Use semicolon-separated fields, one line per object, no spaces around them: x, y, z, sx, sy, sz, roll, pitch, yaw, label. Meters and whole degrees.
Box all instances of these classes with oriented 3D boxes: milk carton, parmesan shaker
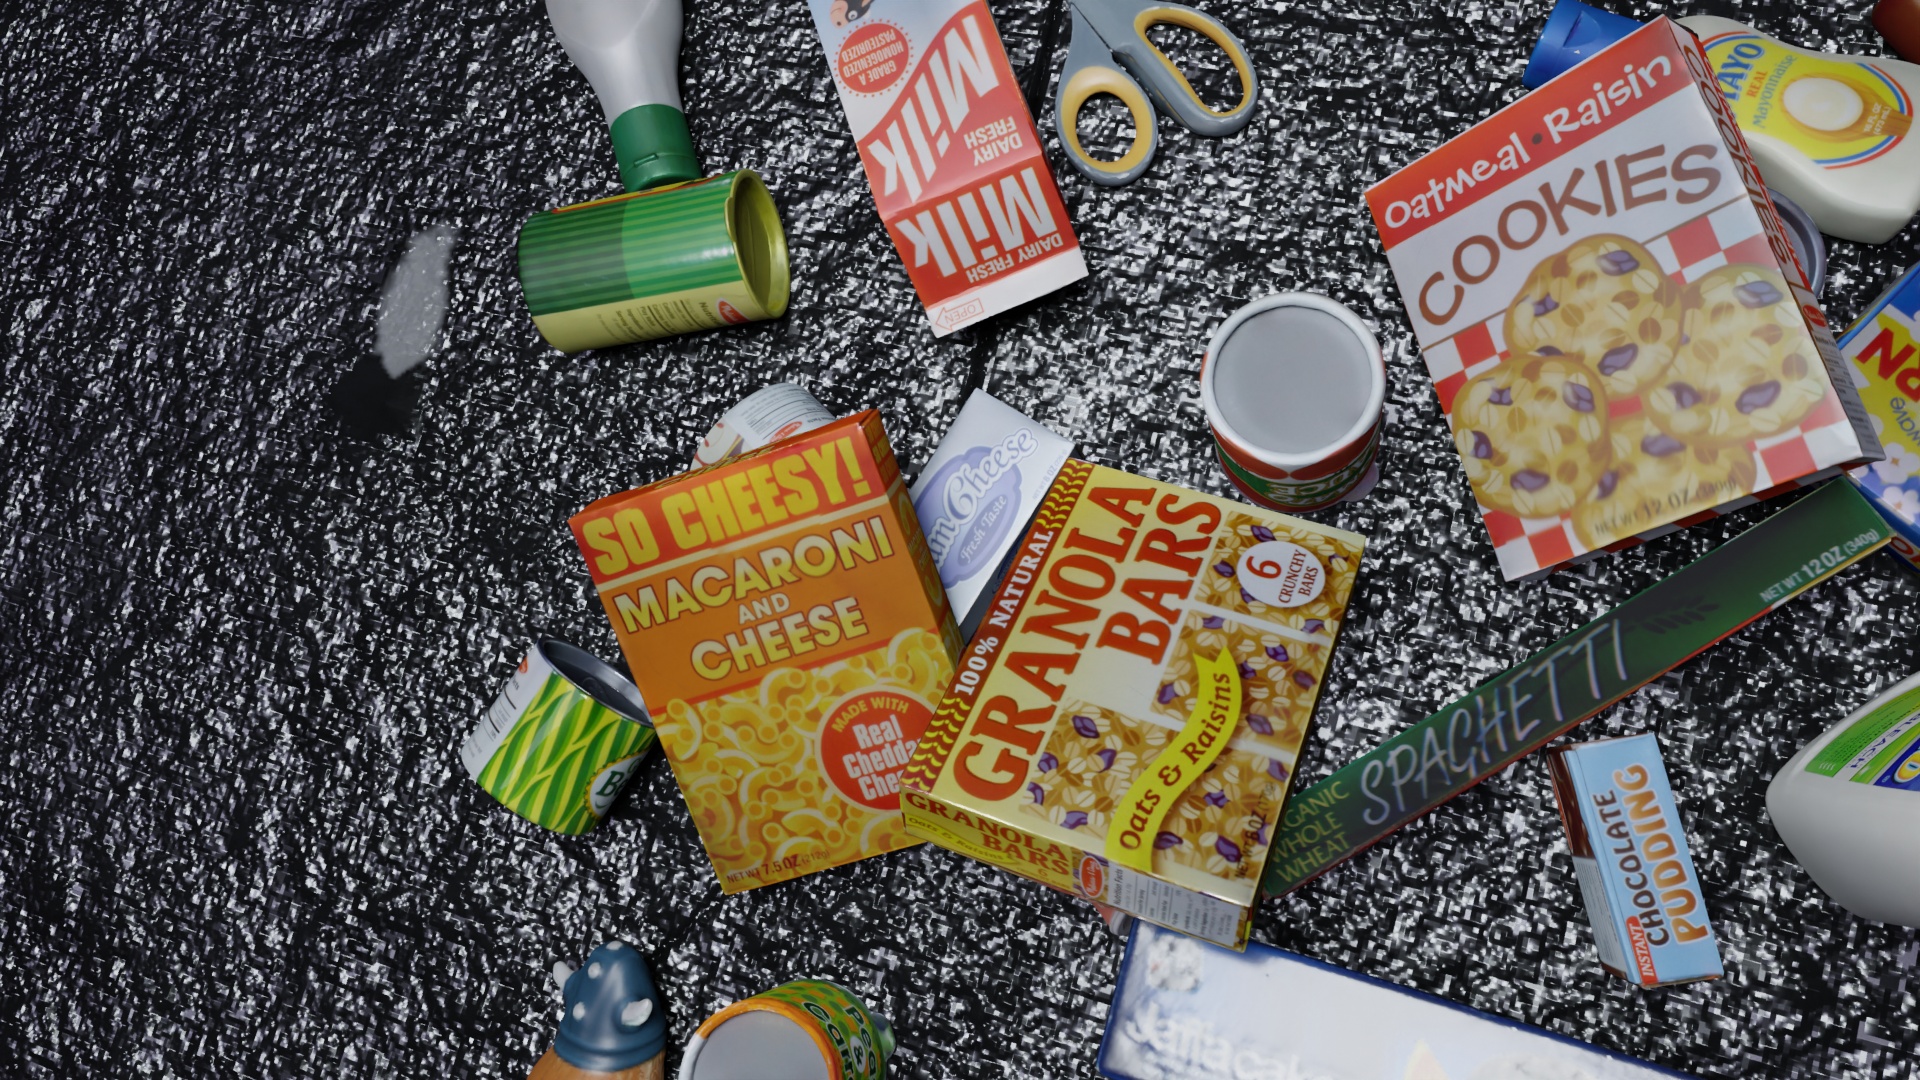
-0.008;-0.184;0.599;0.072;0.073;0.191;-22;75;9;milk carton
-0.137;-0.125;0.621;0.103;0.071;0.071;-7;78;13;parmesan shaker

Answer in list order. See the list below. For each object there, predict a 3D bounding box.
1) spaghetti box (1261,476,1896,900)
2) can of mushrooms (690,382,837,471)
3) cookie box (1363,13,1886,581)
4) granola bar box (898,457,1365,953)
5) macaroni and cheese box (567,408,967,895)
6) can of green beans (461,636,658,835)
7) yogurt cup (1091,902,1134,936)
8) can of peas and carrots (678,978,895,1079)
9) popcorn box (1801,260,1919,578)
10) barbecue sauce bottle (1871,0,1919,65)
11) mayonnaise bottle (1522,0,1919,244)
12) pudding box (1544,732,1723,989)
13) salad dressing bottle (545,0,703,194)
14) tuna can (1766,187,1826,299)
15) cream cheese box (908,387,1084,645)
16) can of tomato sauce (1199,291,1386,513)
0.212;0.058;0.507;0.250;0.050;0.029;-32;72;6;spaghetti box
-0.081;-0.031;0.593;0.033;0.071;0.071;44;92;17;can of mushrooms
0.234;-0.084;0.508;0.122;0.040;0.168;-27;71;40;cookie box
0.067;0.052;0.510;0.124;0.038;0.166;16;51;17;granola bar box
-0.064;0.045;0.550;0.123;0.040;0.166;-17;103;10;macaroni and cheese box
-0.167;0.083;0.591;0.071;0.071;0.058;35;90;18;can of green beans
0.065;0.107;0.529;0.072;0.072;0.054;-47;64;2;yogurt cup
-0.066;0.209;0.543;0.071;0.058;0.071;-3;79;14;can of peas and carrots
0.363;-0.030;0.493;0.085;0.038;0.127;-45;72;1;popcorn box
0.411;-0.163;0.505;0.065;0.043;0.149;-34;74;2;barbecue sauce bottle
0.296;-0.168;0.536;0.148;0.041;0.065;26;86;17;mayonnaise bottle
0.236;0.111;0.491;0.030;0.049;0.084;-13;76;10;pudding box
-0.158;-0.229;0.663;0.064;0.044;0.148;-19;76;8;salad dressing bottle
0.286;-0.098;0.529;0.071;0.033;0.071;-3;78;14;tuna can
0.002;-0.007;0.587;0.053;0.024;0.104;32;88;19;cream cheese box
0.129;-0.049;0.532;0.071;0.083;0.071;-3;78;14;can of tomato sauce
